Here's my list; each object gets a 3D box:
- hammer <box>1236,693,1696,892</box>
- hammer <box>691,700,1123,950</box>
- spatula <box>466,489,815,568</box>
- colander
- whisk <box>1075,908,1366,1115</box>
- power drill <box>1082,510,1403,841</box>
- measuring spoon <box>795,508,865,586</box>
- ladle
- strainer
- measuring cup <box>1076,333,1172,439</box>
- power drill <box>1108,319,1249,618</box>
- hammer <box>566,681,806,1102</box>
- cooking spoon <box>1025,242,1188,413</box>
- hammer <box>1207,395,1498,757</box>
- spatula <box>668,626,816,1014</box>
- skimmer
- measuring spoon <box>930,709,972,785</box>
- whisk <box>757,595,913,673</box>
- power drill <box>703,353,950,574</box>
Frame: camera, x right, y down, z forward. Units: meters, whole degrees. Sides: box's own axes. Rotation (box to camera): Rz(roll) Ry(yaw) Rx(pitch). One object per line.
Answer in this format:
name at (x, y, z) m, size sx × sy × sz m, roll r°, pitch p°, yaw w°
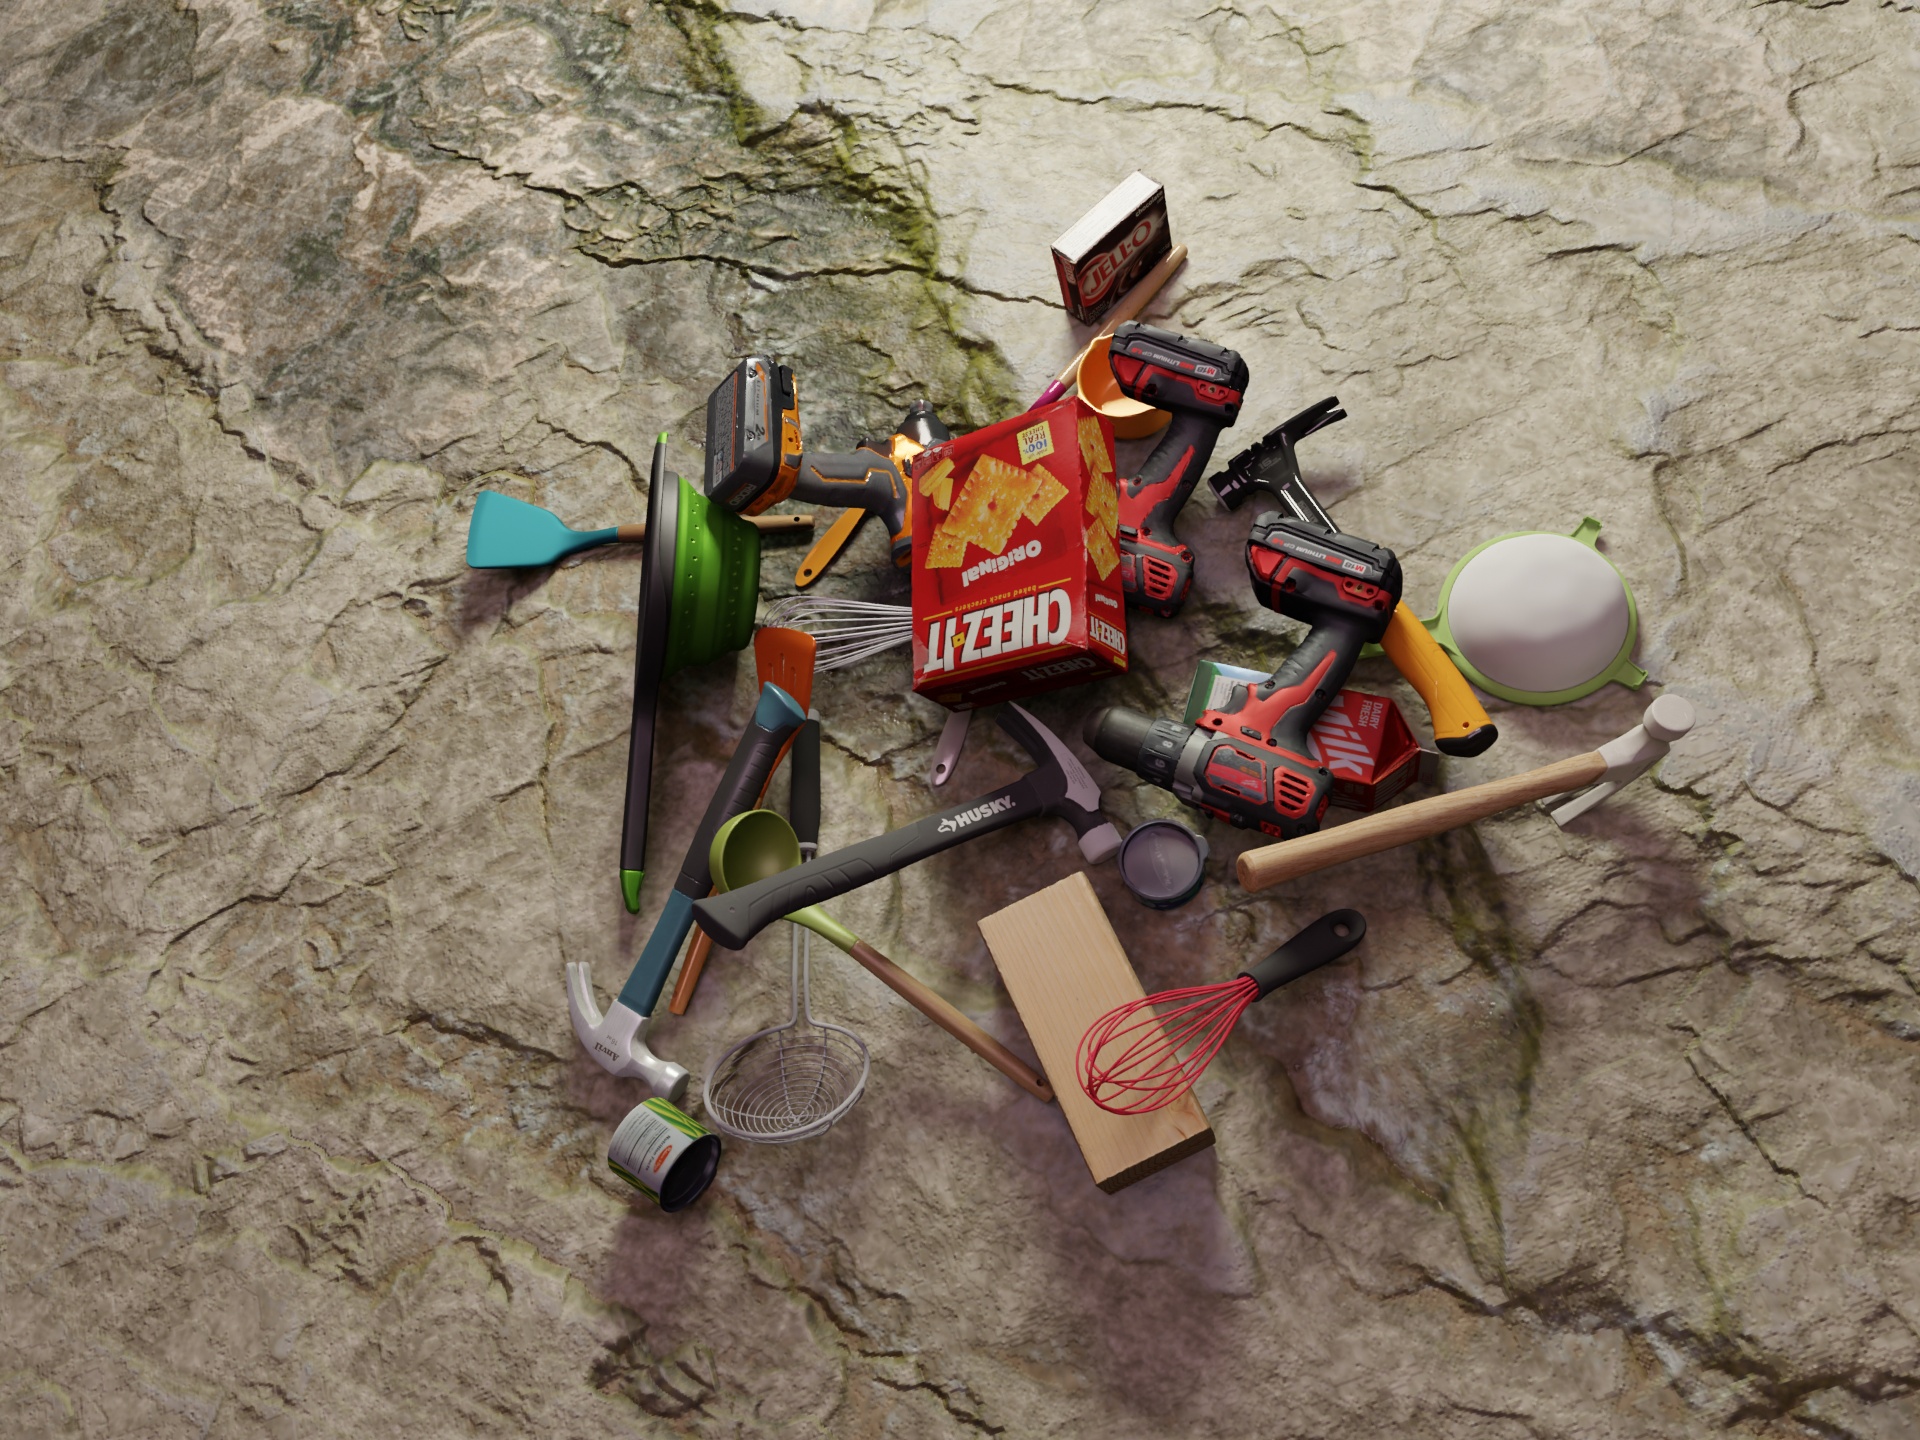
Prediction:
hammer at (0.350, 0.064, 1.127) m, size 0.331 × 0.130 × 0.031 m, roll -15°, pitch 64°, yaw -11°
hammer at (-0.045, 0.091, 1.202) m, size 0.334 × 0.035 × 0.146 m, roll -20°, pitch 68°, yaw -27°
spatula at (-0.289, -0.174, 1.443) m, size 0.317 × 0.044 × 0.082 m, roll -2°, pitch 65°, yaw 10°
colander at (-0.225, -0.036, 1.335) m, size 0.094 × 0.204 × 0.397 m, roll 5°, pitch 86°, yaw -13°
whisk at (0.190, 0.195, 1.112) m, size 0.296 × 0.073 × 0.073 m, roll -22°, pitch 59°, yaw -36°
power drill at (0.212, -0.037, 1.180) m, size 0.188 × 0.080 × 0.227 m, roll 21°, pitch 79°, yaw 20°
measuring spoon at (-0.108, -0.164, 1.419) m, size 0.021 × 0.011 × 0.117 m, roll 35°, pitch 83°, yaw 23°
ladle at (-0.056, 0.181, 1.195) m, size 0.320 × 0.062 × 0.078 m, roll 36°, pitch 55°, yaw 6°
strainer at (0.398, -0.084, 1.239) m, size 0.256 × 0.069 × 0.152 m, roll -9°, pitch 67°, yaw 7°
measuring cup at (0.115, -0.263, 1.386) m, size 0.173 × 0.052 × 0.095 m, roll -38°, pitch 66°, yaw -2°
power drill at (0.145, -0.206, 1.310) m, size 0.143 × 0.078 × 0.219 m, roll 19°, pitch 95°, yaw 10°
hammer at (-0.208, 0.126, 1.262) m, size 0.128 × 0.033 × 0.331 m, roll 26°, pitch 91°, yaw 17°
cooking spoon at (0.104, -0.315, 1.414) m, size 0.017 × 0.069 × 0.319 m, roll 41°, pitch 76°, yaw -5°
hammer at (0.322, -0.110, 1.246) m, size 0.127 × 0.034 × 0.337 m, roll -35°, pitch 55°, yaw 13°
spatula at (-0.183, 0.081, 1.296) m, size 0.081 × 0.041 × 0.323 m, roll 11°, pitch 79°, yaw 45°
skimmer at (-0.132, 0.150, 1.249) m, size 0.127 × 0.090 × 0.364 m, roll -5°, pitch 67°, yaw 10°
measuring spoon at (-0.002, -0.004, 1.323) m, size 0.034 × 0.018 × 0.124 m, roll 13°, pitch 72°, yaw 17°
whisk at (-0.033, -0.083, 1.347) m, size 0.284 × 0.070 × 0.070 m, roll -6°, pitch 67°, yaw 5°
power drill at (-0.098, -0.225, 1.344) m, size 0.084 × 0.226 × 0.164 m, roll -30°, pitch 54°, yaw 48°
